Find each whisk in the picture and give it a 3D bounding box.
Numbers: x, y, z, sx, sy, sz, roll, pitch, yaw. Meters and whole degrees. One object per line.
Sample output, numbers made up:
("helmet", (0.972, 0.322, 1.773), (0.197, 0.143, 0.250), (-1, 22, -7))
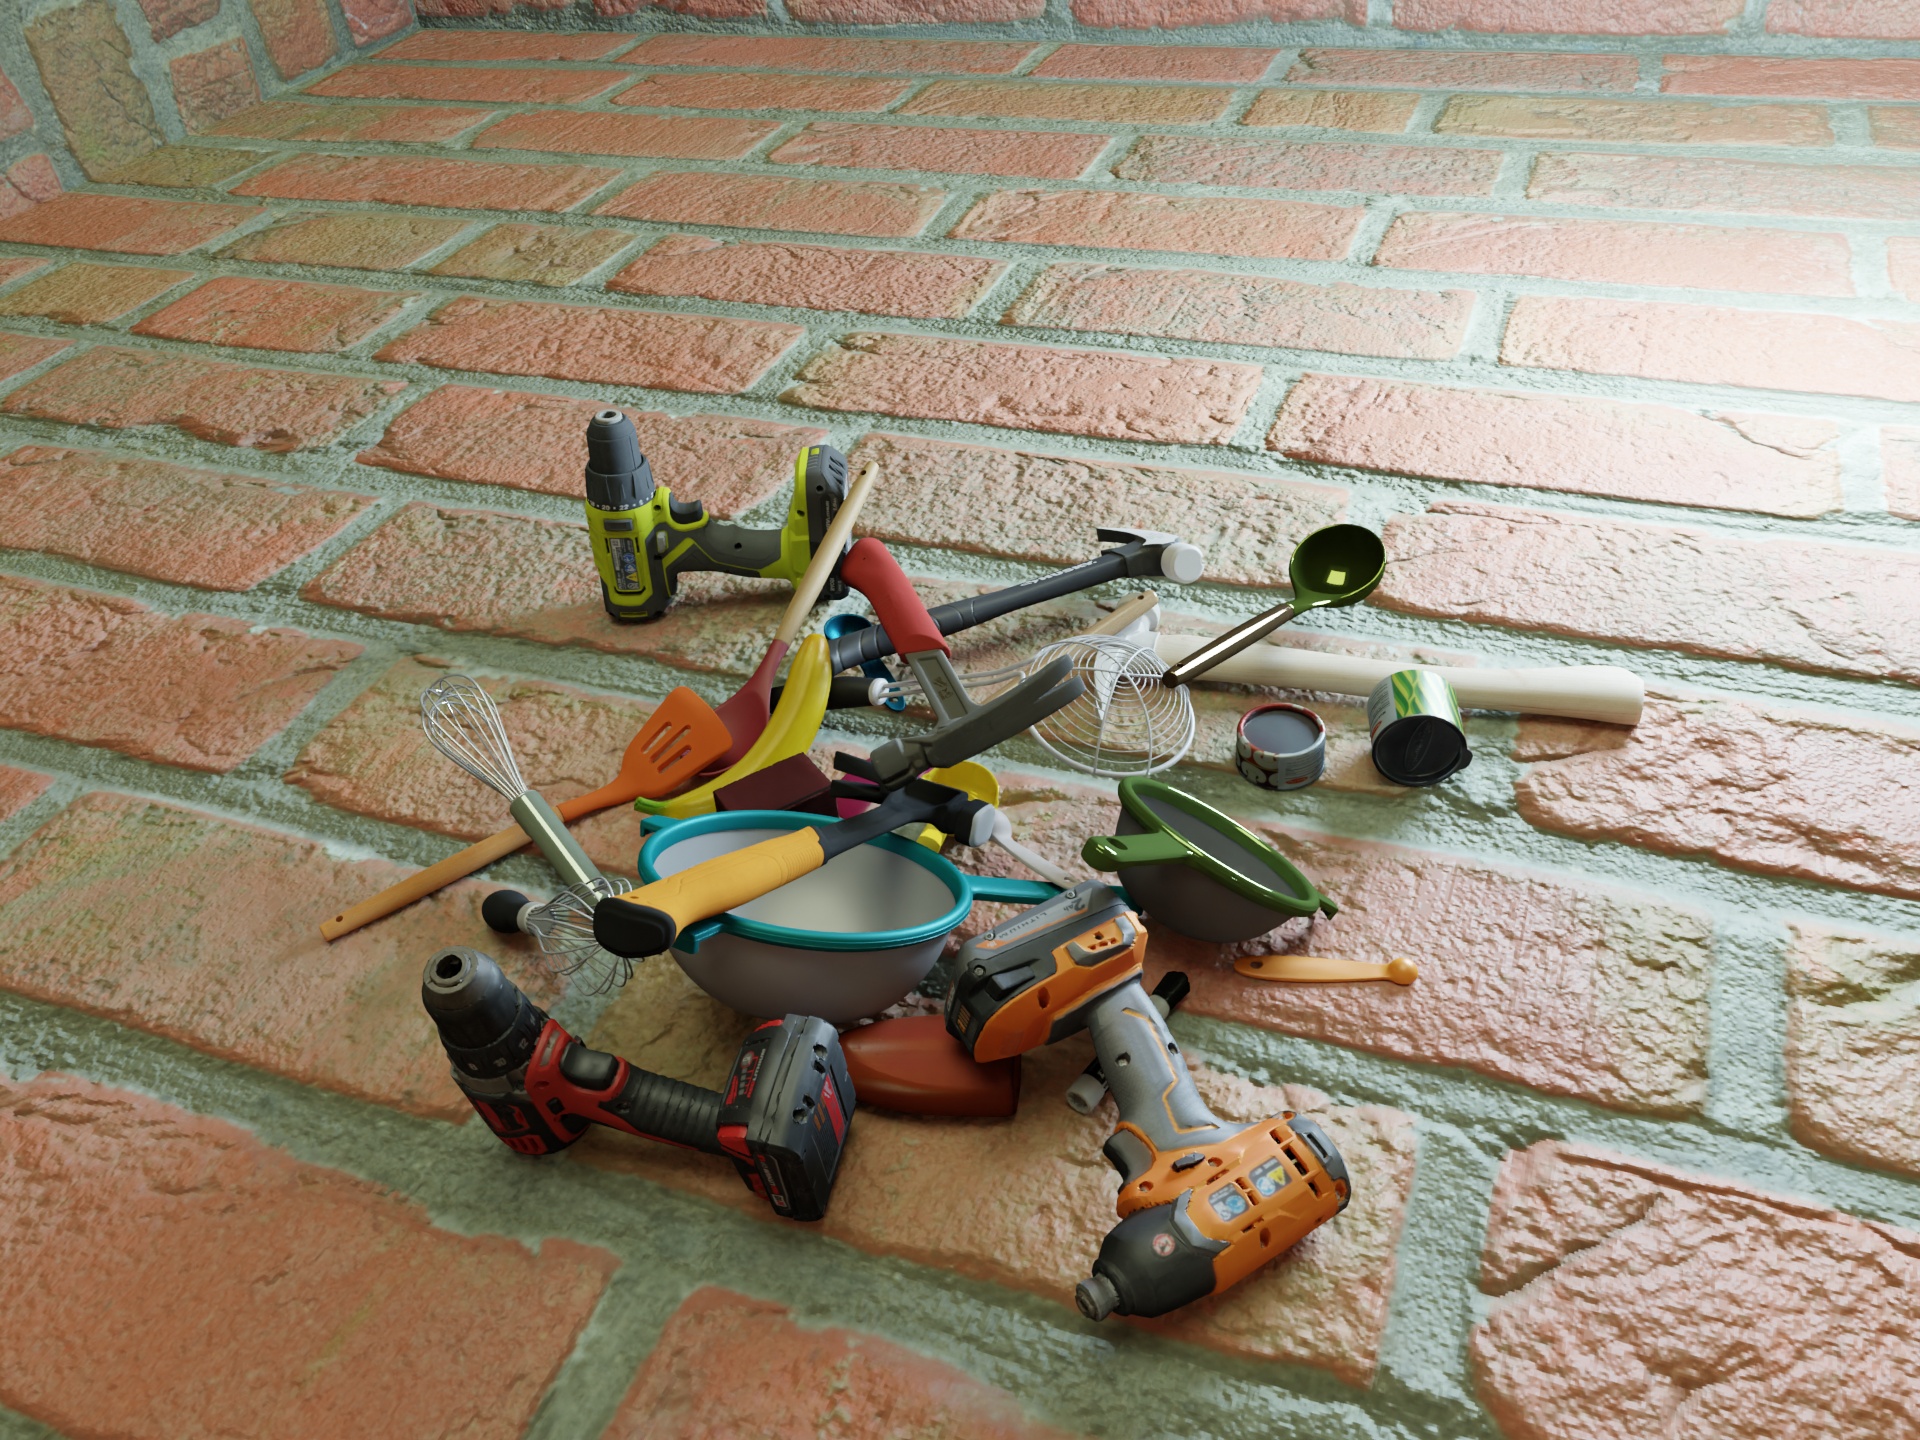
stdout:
("whisk", (-0.261, 0.130, 1.012), (0.070, 0.070, 0.285), (-31, 13, -28))
("whisk", (-0.324, 0.055, 1.163), (0.059, 0.057, 0.246), (-48, 66, 10))

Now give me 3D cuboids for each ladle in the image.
("ladle", (0.237, -0.087, 1.210), (0.078, 0.062, 0.320), (17, 27, 32))
("ladle", (-0.136, -0.084, 1.289), (0.069, 0.031, 0.315), (12, 65, 29))

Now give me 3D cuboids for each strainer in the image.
("strainer", (0.128, 0.101, 0.995), (0.152, 0.069, 0.256), (37, 16, 27))
("strainer", (-0.043, 0.141, 1.033), (0.340, 0.095, 0.211), (6, 15, -19))

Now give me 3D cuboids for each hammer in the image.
("hammer", (0.309, -0.028, 1.234), (0.411, 0.038, 0.146), (6, 41, 15))
("hammer", (0.025, -0.097, 1.329), (0.334, 0.035, 0.146), (-19, 19, -14))
("hammer", (-0.108, 0.079, 0.970), (0.127, 0.034, 0.337), (17, 17, 25))
("hammer", (-0.027, -0.068, 1.195), (0.149, 0.036, 0.359), (-28, 29, 0))

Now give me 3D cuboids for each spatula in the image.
("spatula", (-0.322, 0.075, 1.185), (0.322, 0.041, 0.081), (-28, 54, -24))

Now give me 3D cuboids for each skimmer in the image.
("skimmer", (-0.002, -0.004, 1.202), (0.363, 0.090, 0.127), (-5, 38, 36))

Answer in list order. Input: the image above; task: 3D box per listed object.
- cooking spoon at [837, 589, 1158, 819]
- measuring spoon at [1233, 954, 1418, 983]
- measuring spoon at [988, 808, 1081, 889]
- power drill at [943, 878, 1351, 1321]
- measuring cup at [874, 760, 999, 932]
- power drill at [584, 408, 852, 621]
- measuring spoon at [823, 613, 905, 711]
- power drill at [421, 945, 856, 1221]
("cooking spoon", (0.033, -0.017, 1.241), (0.319, 0.017, 0.069), (-34, 44, -19))
("measuring spoon", (0.235, 0.158, 1.023), (0.117, 0.011, 0.021), (1, 38, 9))
("measuring spoon", (0.046, 0.086, 1.083), (0.034, 0.018, 0.124), (2, 19, -38))
("power drill", (0.085, 0.213, 0.881), (0.164, 0.084, 0.227), (-23, 58, -27))
("measuring cup", (-0.021, 0.095, 1.138), (0.062, 0.029, 0.157), (19, 56, 17))
("power drill", (-0.212, -0.180, 1.385), (0.228, 0.190, 0.080), (-1, 37, 0))
("measuring spoon", (-0.077, -0.043, 1.329), (0.042, 0.021, 0.129), (-16, 47, -21))
("power drill", (-0.184, 0.198, 0.893), (0.227, 0.187, 0.080), (8, 53, 12))
